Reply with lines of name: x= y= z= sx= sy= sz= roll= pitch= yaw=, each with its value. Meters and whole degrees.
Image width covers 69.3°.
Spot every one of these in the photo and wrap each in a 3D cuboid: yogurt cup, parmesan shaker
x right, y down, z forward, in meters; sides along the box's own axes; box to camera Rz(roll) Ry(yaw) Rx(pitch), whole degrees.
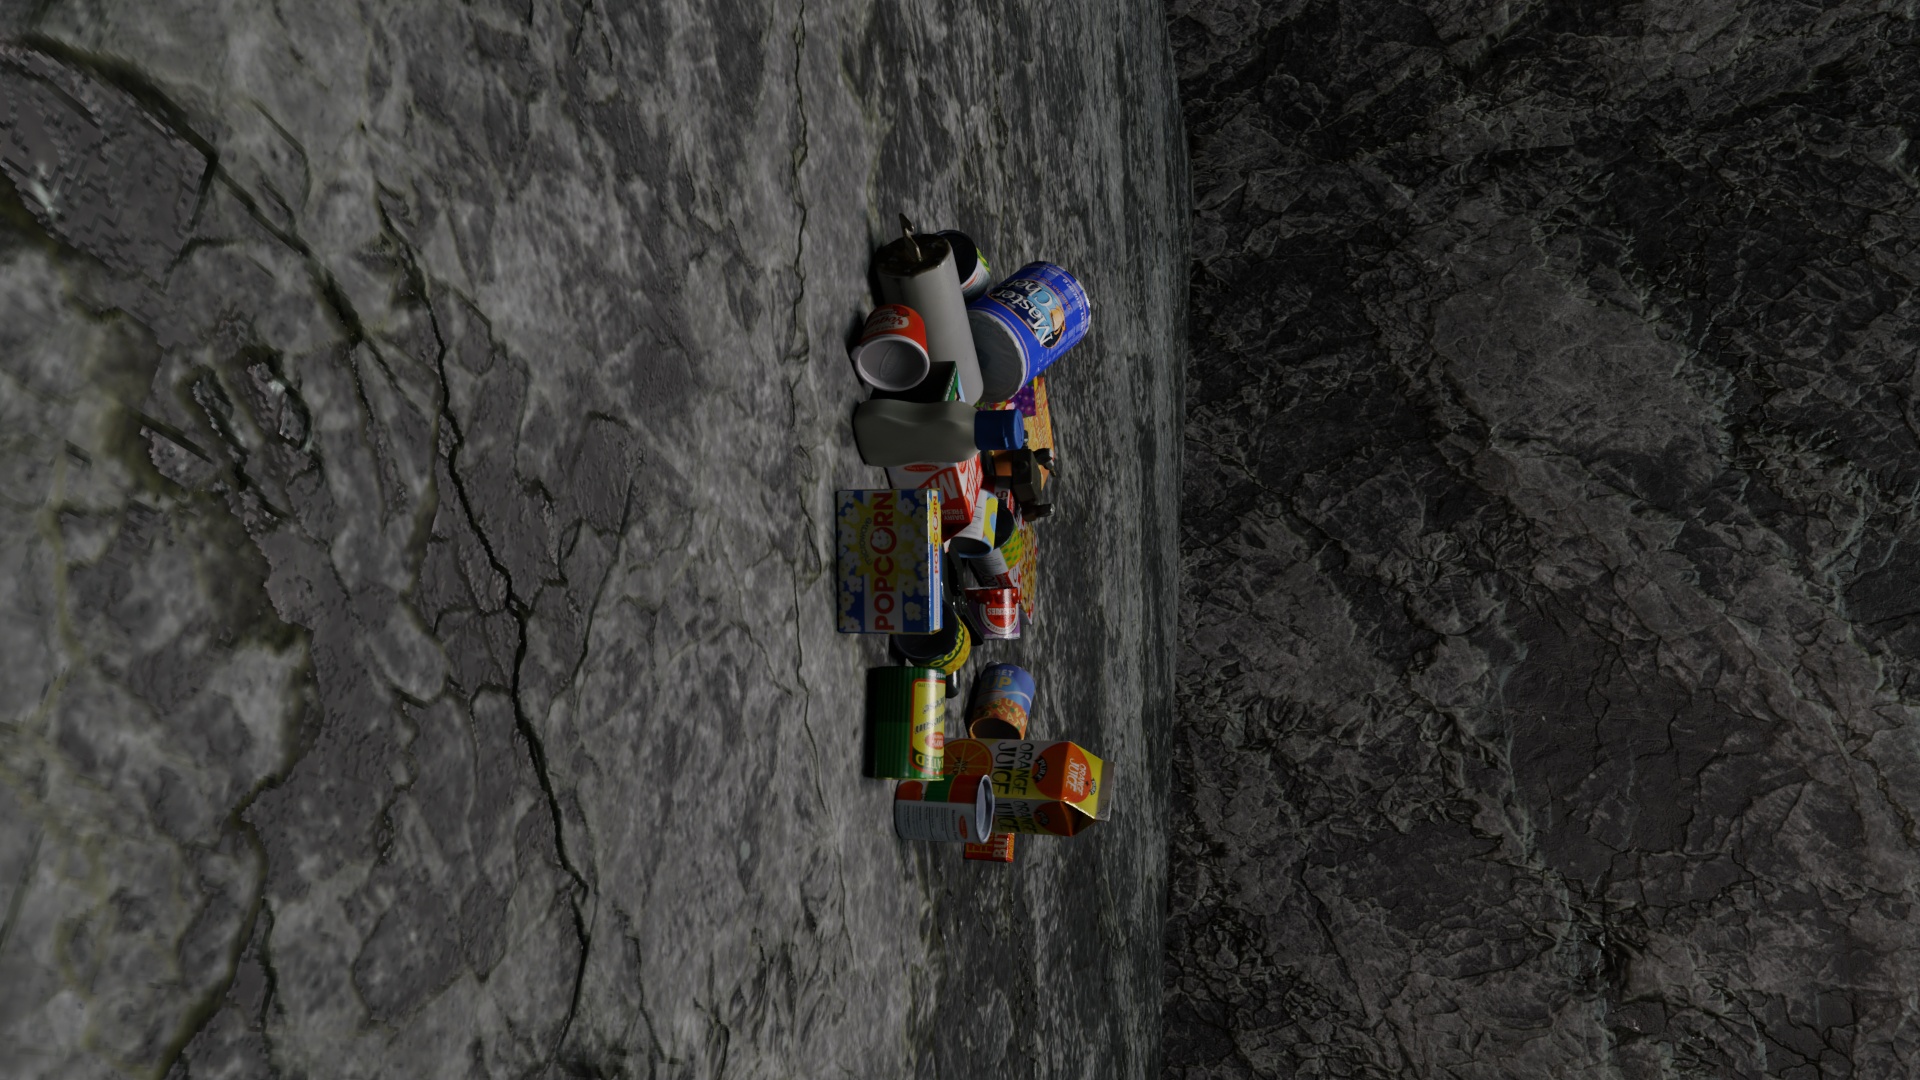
yogurt cup: x=-0.061 y=-0.178 z=1.264 sx=0.072 sy=0.072 sz=0.054 roll=71 pitch=16 yaw=-48
parmesan shaker: x=-0.049 y=0.169 z=1.285 sx=0.071 sy=0.071 sz=0.103 roll=29 pitch=62 yaw=-72

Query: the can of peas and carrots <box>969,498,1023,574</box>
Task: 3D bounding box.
can of peas and carrots: x=0.036 y=-0.004 z=1.586 sx=0.058 sy=0.071 sz=0.071 roll=65 pitch=28 yaw=-57

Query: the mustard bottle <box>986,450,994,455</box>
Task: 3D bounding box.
mustard bottle: x=0.028 y=-0.177 z=1.600 sx=0.065 sy=0.049 sz=0.160 roll=-20 pitch=109 yaw=-69

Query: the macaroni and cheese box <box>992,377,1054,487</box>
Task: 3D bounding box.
macaroni and cheese box: x=0.081 y=-0.122 z=1.801 sx=0.167 sy=0.040 sz=0.123 roll=-66 pitch=150 yaw=-55

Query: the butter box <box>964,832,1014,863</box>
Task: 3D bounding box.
butter box: x=0.036 y=0.317 z=1.596 sx=0.024 sy=0.053 sz=0.104 roll=51 pitch=41 yaw=-63

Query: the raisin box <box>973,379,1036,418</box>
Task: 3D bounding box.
raisin box: x=0.028 y=-0.168 z=1.529 sx=0.124 sy=0.040 sz=0.086 roll=-19 pitch=108 yaw=-44

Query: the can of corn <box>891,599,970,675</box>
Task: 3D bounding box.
can of corn: x=-0.026 y=0.096 z=1.359 sx=0.058 sy=0.071 sz=0.071 roll=57 pitch=35 yaw=-63

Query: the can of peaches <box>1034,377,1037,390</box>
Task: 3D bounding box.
can of peaches: x=0.057 y=-0.205 z=1.670 sx=0.057 sy=0.071 sz=0.071 roll=70 pitch=25 yaw=-51

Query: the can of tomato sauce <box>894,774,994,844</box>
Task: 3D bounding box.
can of tomato sauce: x=-0.015 y=0.262 z=1.365 sx=0.071 sy=0.083 sz=0.071 roll=-2 pitch=91 yaw=-74

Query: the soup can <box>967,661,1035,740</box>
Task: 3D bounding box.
soup can: x=0.046 y=0.194 z=1.621 sx=0.084 sy=0.071 sz=0.071 roll=-73 pitch=156 yaw=-47

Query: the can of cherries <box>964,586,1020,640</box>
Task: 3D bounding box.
can of cherries: x=0.035 y=0.082 z=1.575 sx=0.071 sy=0.071 sz=0.058 roll=-1 pitch=90 yaw=-74

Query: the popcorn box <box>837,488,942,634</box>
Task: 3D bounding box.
popcorn box: x=-0.062 y=0.018 z=1.210 sx=0.038 sy=0.085 sz=0.126 roll=-1 pitch=91 yaw=-74

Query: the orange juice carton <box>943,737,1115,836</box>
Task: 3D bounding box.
orange juice carton: x=0.063 y=0.255 z=1.439 sx=0.072 sy=0.193 sz=0.072 roll=72 pitch=24 yaw=-45

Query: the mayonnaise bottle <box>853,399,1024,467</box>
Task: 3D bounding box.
mayonnaise bottle: x=-0.018 y=-0.098 z=1.253 sx=0.041 sy=0.148 sz=0.064 roll=-74 pitch=158 yaw=-45

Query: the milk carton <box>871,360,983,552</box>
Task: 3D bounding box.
milk carton: x=-0.027 y=-0.079 z=1.359 sx=0.073 sy=0.073 sz=0.189 roll=-75 pitch=158 yaw=-45

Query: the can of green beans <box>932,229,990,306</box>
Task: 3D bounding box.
can of green beans: x=-0.007 y=-0.284 z=1.453 sx=0.058 sy=0.071 sz=0.071 roll=35 pitch=56 yaw=-72

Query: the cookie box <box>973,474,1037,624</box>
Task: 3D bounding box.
cookie box: x=0.056 y=0.014 z=1.705 sx=0.166 sy=0.040 sz=0.123 roll=63 pitch=28 yaw=-58

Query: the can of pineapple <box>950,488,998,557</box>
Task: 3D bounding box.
can of pineapple: x=0.005 y=-0.019 z=1.482 sx=0.071 sy=0.071 sz=0.058 roll=57 pitch=36 yaw=-62
